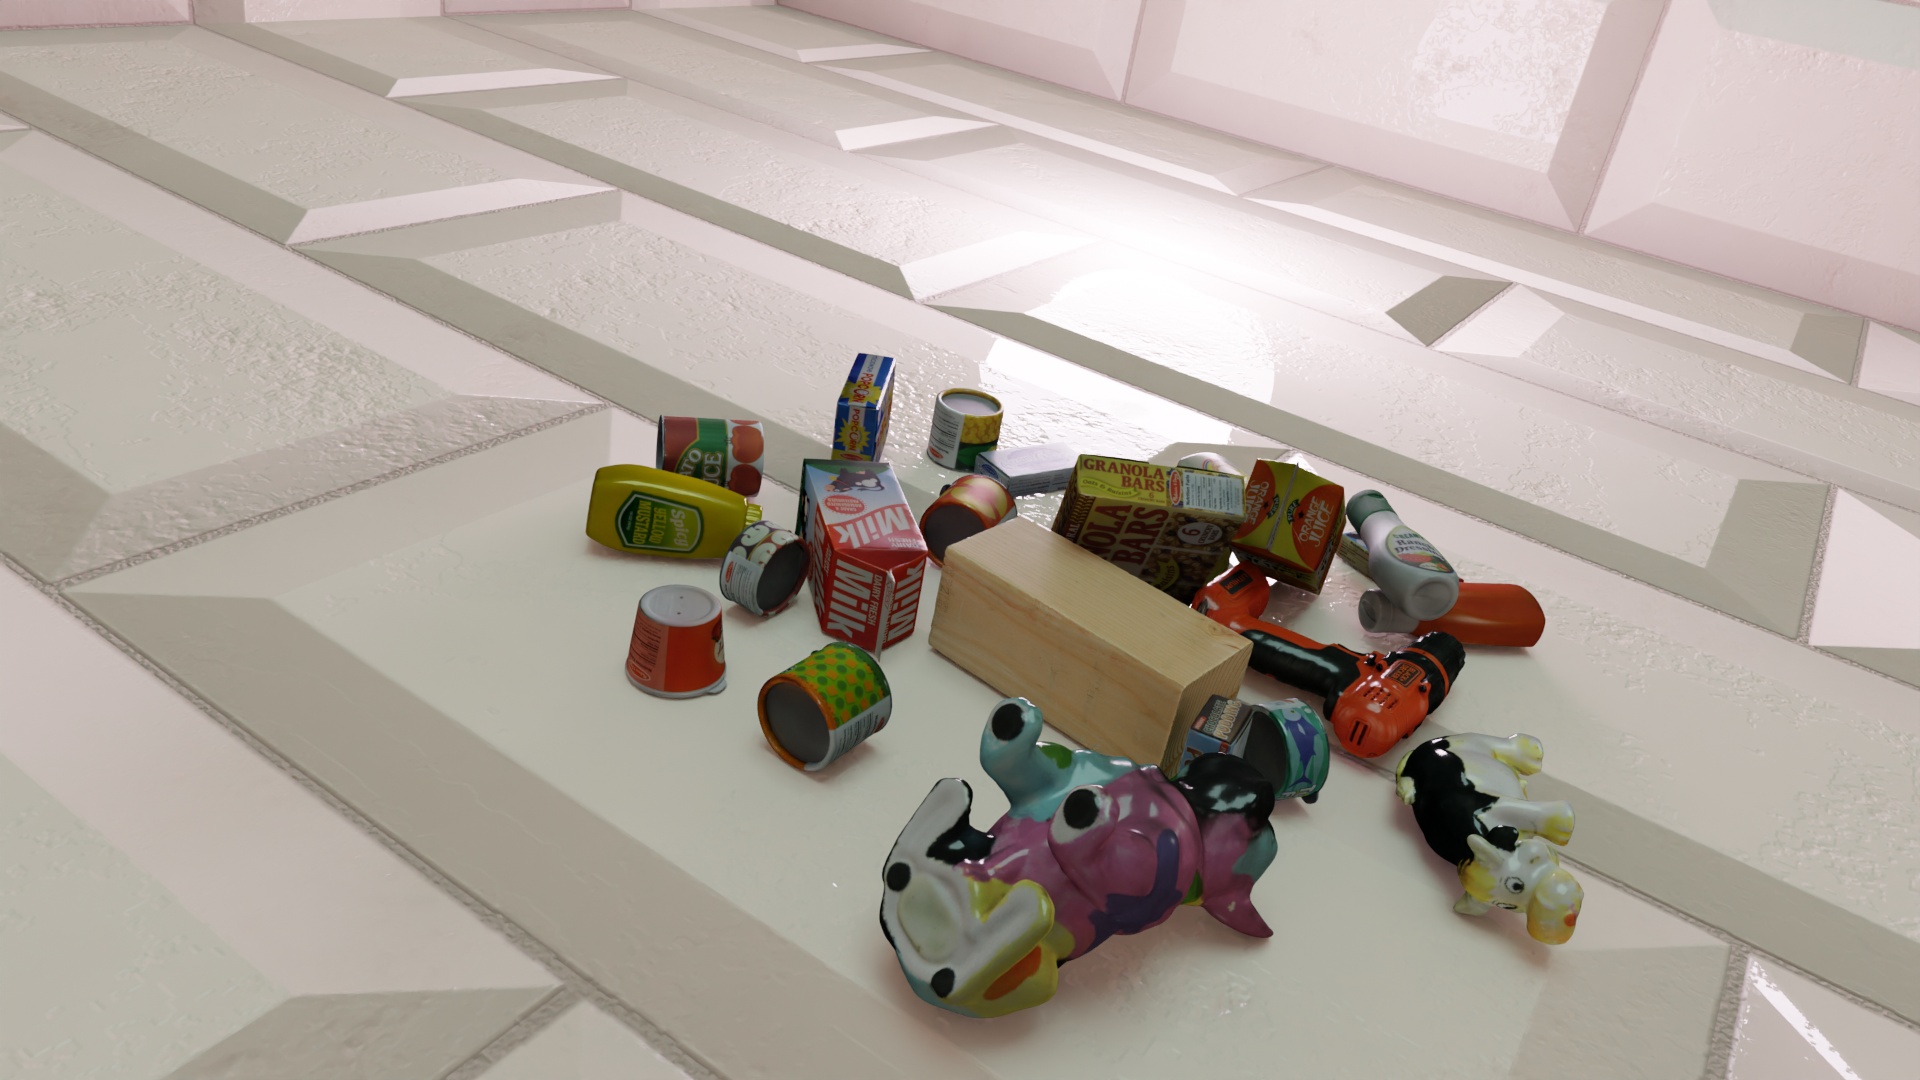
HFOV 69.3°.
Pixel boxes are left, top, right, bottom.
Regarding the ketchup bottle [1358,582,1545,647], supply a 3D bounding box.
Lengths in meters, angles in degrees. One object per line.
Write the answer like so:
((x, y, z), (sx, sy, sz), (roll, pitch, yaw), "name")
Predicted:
((0.408, 0.060, 1.162), (0.149, 0.043, 0.065), (3, 30, -14), "ketchup bottle")

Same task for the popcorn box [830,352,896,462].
((-0.088, -0.108, 1.256), (0.038, 0.084, 0.127), (10, 29, 0), "popcorn box")

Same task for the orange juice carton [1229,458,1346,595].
((0.265, -0.012, 1.120), (0.073, 0.072, 0.192), (20, -3, 18), "orange juice carton")

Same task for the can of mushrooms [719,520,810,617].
((-0.142, 0.020, 1.023), (0.033, 0.070, 0.071), (26, 31, 25), "can of mushrooms")

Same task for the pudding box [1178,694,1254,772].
((0.157, 0.146, 0.878), (0.030, 0.083, 0.050), (19, 29, 21), "pudding box")

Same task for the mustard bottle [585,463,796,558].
((-0.205, -0.017, 1.075), (0.160, 0.065, 0.049), (9, 24, -11), "mustard bottle")

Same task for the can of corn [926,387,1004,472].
((0.007, -0.106, 1.313), (0.071, 0.058, 0.071), (8, 28, -4), "can of corn")

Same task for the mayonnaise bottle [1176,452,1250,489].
((0.264, -0.033, 1.285), (0.065, 0.041, 0.148), (-7, 32, -32), "mayonnaise bottle")

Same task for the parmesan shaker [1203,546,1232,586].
((0.204, -0.011, 1.194), (0.071, 0.071, 0.103), (17, 29, 11), "parmesan shaker")

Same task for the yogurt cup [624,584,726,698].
((-0.190, 0.066, 0.936), (0.072, 0.053, 0.073), (8, 28, -4), "yogurt cup")

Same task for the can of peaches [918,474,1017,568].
((0.004, -0.014, 1.136), (0.071, 0.071, 0.058), (18, 30, 15), "can of peaches")

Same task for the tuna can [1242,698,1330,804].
((0.213, 0.142, 0.925), (0.033, 0.070, 0.071), (-4, 31, -23), "tuna can")

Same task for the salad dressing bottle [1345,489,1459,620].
((0.361, 0.008, 1.150), (0.064, 0.043, 0.148), (7, 30, -12), "salad dressing bottle")

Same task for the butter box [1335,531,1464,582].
((0.392, 0.024, 1.243), (0.053, 0.024, 0.104), (-10, 34, -32), "butter box")

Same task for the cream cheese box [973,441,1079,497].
((0.070, -0.067, 1.298), (0.104, 0.024, 0.053), (-10, 34, -33), "cream cheese box")

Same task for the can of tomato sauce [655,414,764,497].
((-0.211, -0.069, 1.164), (0.083, 0.070, 0.071), (2, 29, -17), "can of tomato sauce")

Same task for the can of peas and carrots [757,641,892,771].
((-0.089, 0.104, 0.887), (0.071, 0.070, 0.059), (26, 32, 27), "can of peas and carrots")

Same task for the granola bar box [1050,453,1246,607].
((0.133, -0.001, 1.059), (0.124, 0.164, 0.039), (8, 60, -5), "granola bar box")

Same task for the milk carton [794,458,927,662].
((-0.075, 0.011, 1.056), (0.073, 0.072, 0.191), (2, 30, -17), "milk carton")
